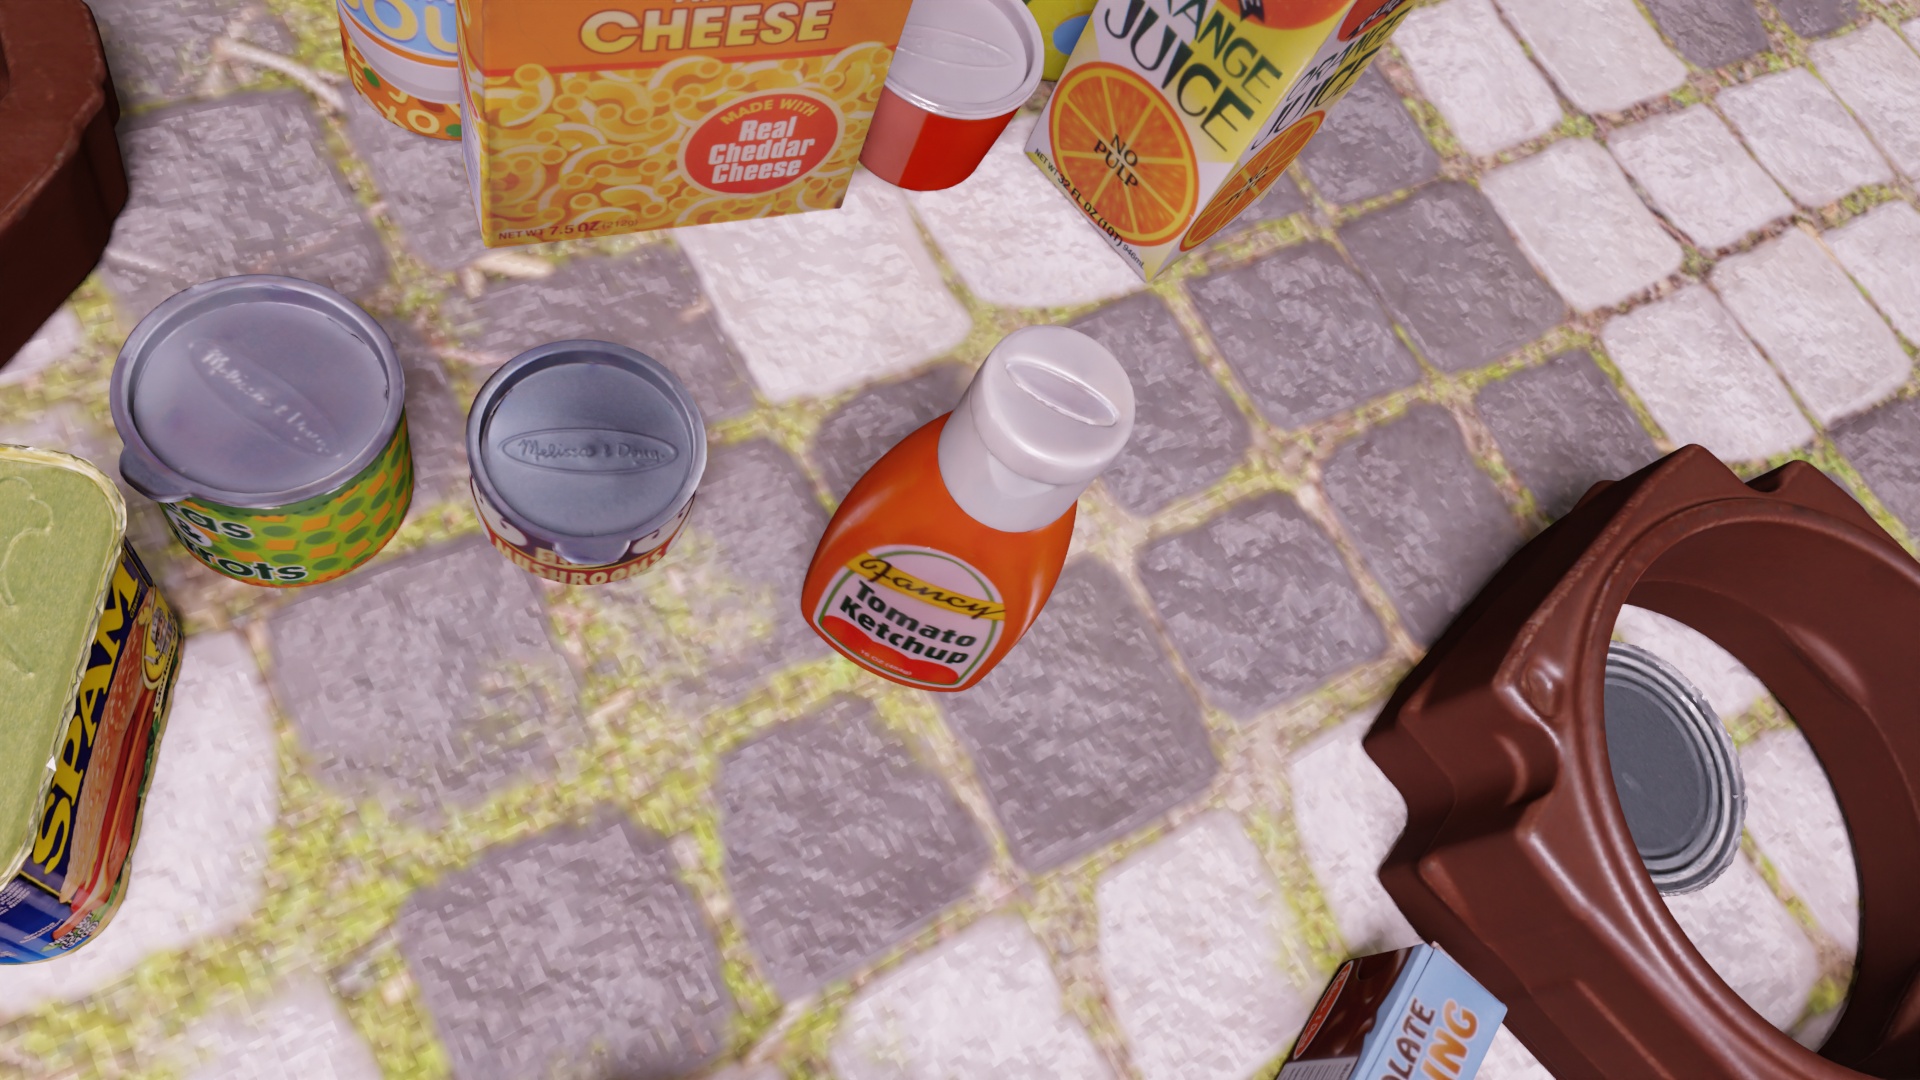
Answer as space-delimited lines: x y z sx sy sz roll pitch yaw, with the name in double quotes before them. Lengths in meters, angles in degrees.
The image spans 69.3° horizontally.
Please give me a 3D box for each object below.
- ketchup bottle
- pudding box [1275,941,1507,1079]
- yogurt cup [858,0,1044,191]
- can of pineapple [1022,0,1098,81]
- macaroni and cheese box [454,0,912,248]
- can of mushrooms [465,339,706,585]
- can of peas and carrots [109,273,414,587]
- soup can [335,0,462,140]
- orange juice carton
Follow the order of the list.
"ketchup bottle" 0.001 -0.005 0.368 0.065 0.148 0.044 26 62 -6
"pudding box" 0.112 0.156 0.387 0.030 0.049 0.084 40 61 2
"yogurt cup" -0.010 -0.161 0.490 0.072 0.053 0.072 7 65 -15
"can of pineapple" 0.036 -0.220 0.530 0.071 0.057 0.071 7 65 -15
"macaroni and cheese box" -0.080 -0.153 0.400 0.124 0.165 0.040 -13 71 -23
"can of mushrooms" -0.109 -0.020 0.405 0.071 0.033 0.071 7 65 -15
"can of peas and carrots" -0.183 -0.025 0.369 0.071 0.058 0.071 7 65 -15
"soup can" -0.160 -0.174 0.430 0.071 0.083 0.071 7 65 -15
"orange juice carton" 0.097 -0.176 0.453 0.073 0.191 0.072 -38 82 -28
